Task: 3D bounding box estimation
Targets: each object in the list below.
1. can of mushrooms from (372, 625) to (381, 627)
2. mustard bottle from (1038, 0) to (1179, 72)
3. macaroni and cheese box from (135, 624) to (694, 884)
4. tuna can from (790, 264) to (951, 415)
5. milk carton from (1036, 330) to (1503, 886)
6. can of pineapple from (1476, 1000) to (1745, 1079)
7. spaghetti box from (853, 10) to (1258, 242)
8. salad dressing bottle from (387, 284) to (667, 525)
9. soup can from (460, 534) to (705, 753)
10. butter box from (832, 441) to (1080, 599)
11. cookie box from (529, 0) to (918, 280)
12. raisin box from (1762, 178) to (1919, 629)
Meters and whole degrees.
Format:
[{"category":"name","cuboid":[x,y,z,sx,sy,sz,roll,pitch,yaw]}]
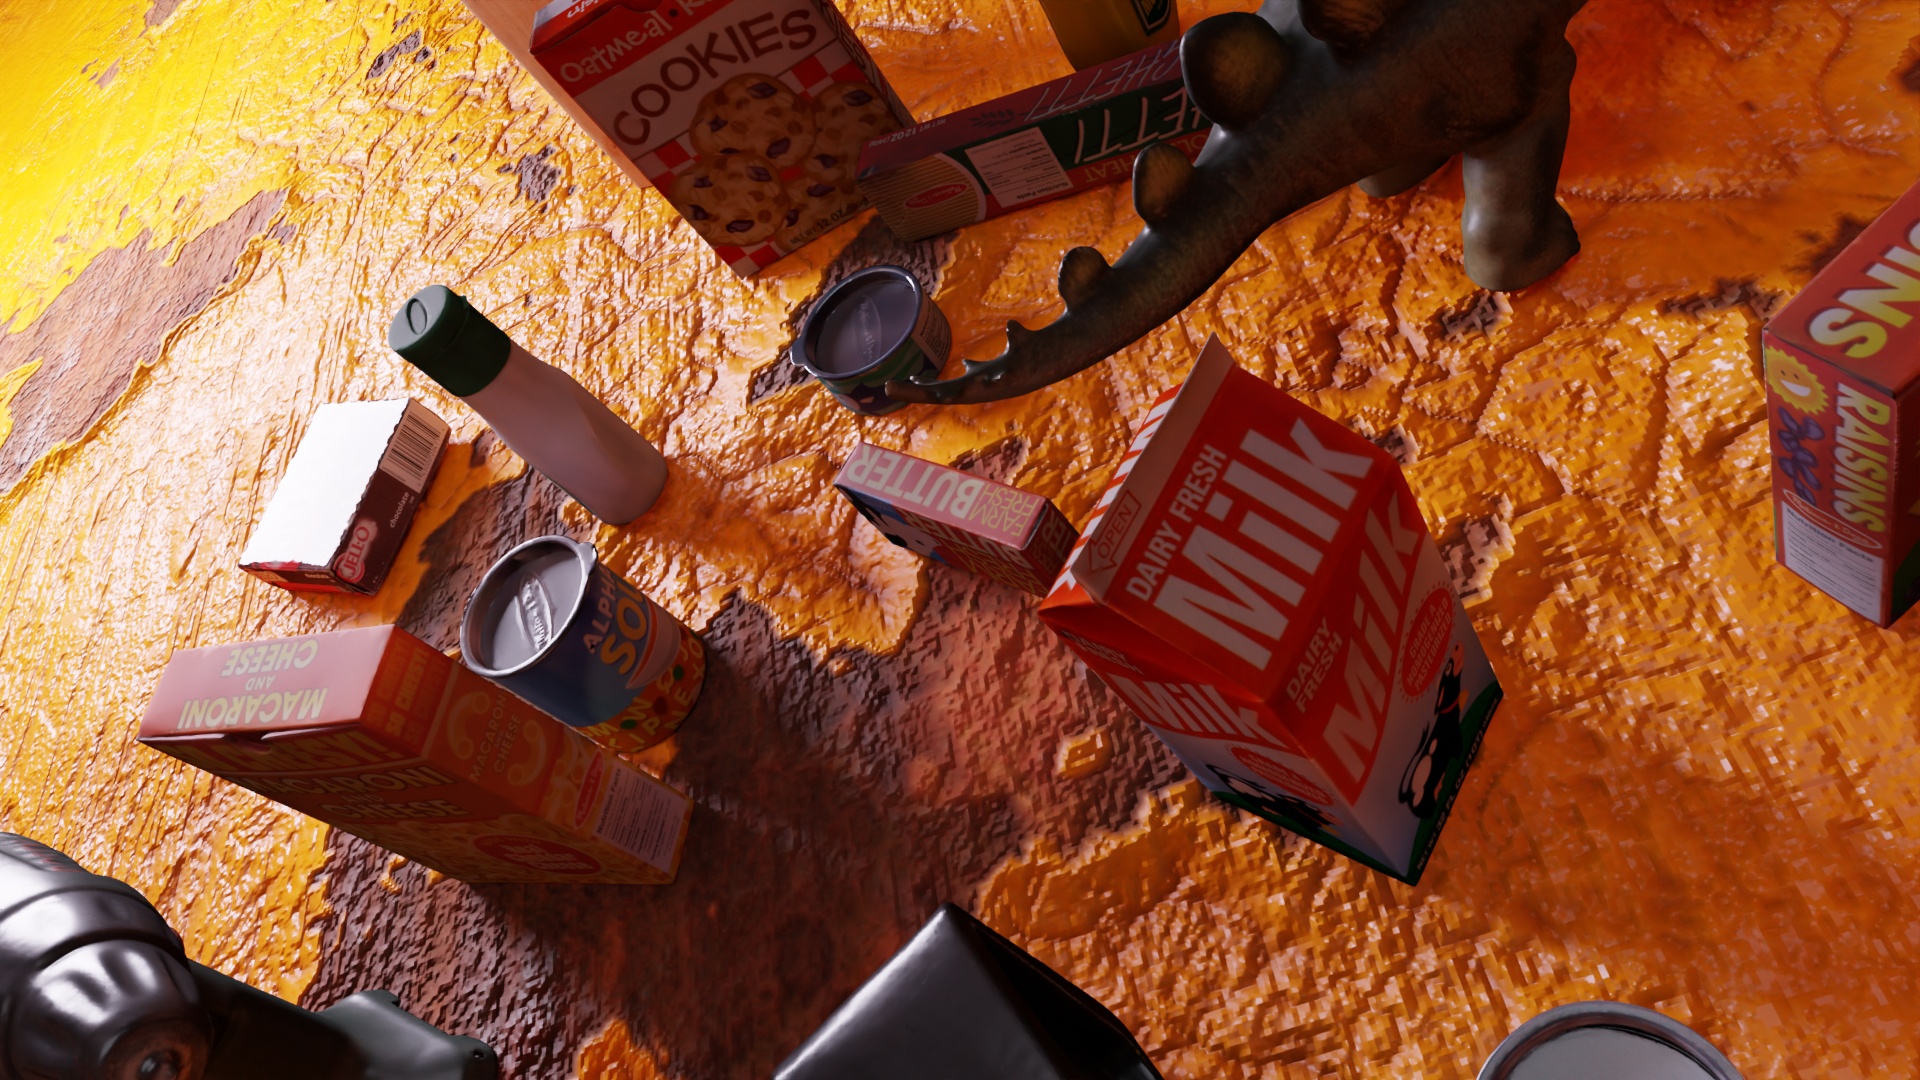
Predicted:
[{"category":"can of mushrooms","cuboid":[-0.287,0.079,0.689,0.071,0.033,0.071,-16,53,23]},{"category":"mustard bottle","cuboid":[0.053,-0.279,0.632,0.049,0.160,0.065,-2,60,31]},{"category":"macaroni and cheese box","cuboid":[-0.205,0.091,0.540,0.123,0.166,0.040,-8,57,28]},{"category":"tuna can","cuboid":[-0.041,-0.092,0.652,0.071,0.032,0.071,-16,53,23]},{"category":"milk carton","cuboid":[0.087,0.024,0.388,0.073,0.190,0.072,19,72,39]},{"category":"can of pineapple","cuboid":[0.165,0.155,0.341,0.071,0.057,0.071,-16,53,23]},{"category":"spaghetti box","cuboid":[0.071,-0.191,0.637,0.250,0.050,0.029,-10,56,26]},{"category":"salad dressing bottle","cuboid":[-0.200,-0.062,0.652,0.044,0.147,0.064,-38,48,5]},{"category":"soup can","cuboid":[-0.158,0.045,0.598,0.071,0.083,0.072,-16,53,23]},{"category":"butter box","cuboid":[0.002,-0.007,0.554,0.103,0.053,0.024,19,72,39]},{"category":"cookie box","cuboid":[-0.107,-0.219,0.687,0.123,0.167,0.040,-26,50,15]},{"category":"raisin box","cuboid":[0.261,-0.041,0.369,0.086,0.123,0.040,-43,48,1]}]
